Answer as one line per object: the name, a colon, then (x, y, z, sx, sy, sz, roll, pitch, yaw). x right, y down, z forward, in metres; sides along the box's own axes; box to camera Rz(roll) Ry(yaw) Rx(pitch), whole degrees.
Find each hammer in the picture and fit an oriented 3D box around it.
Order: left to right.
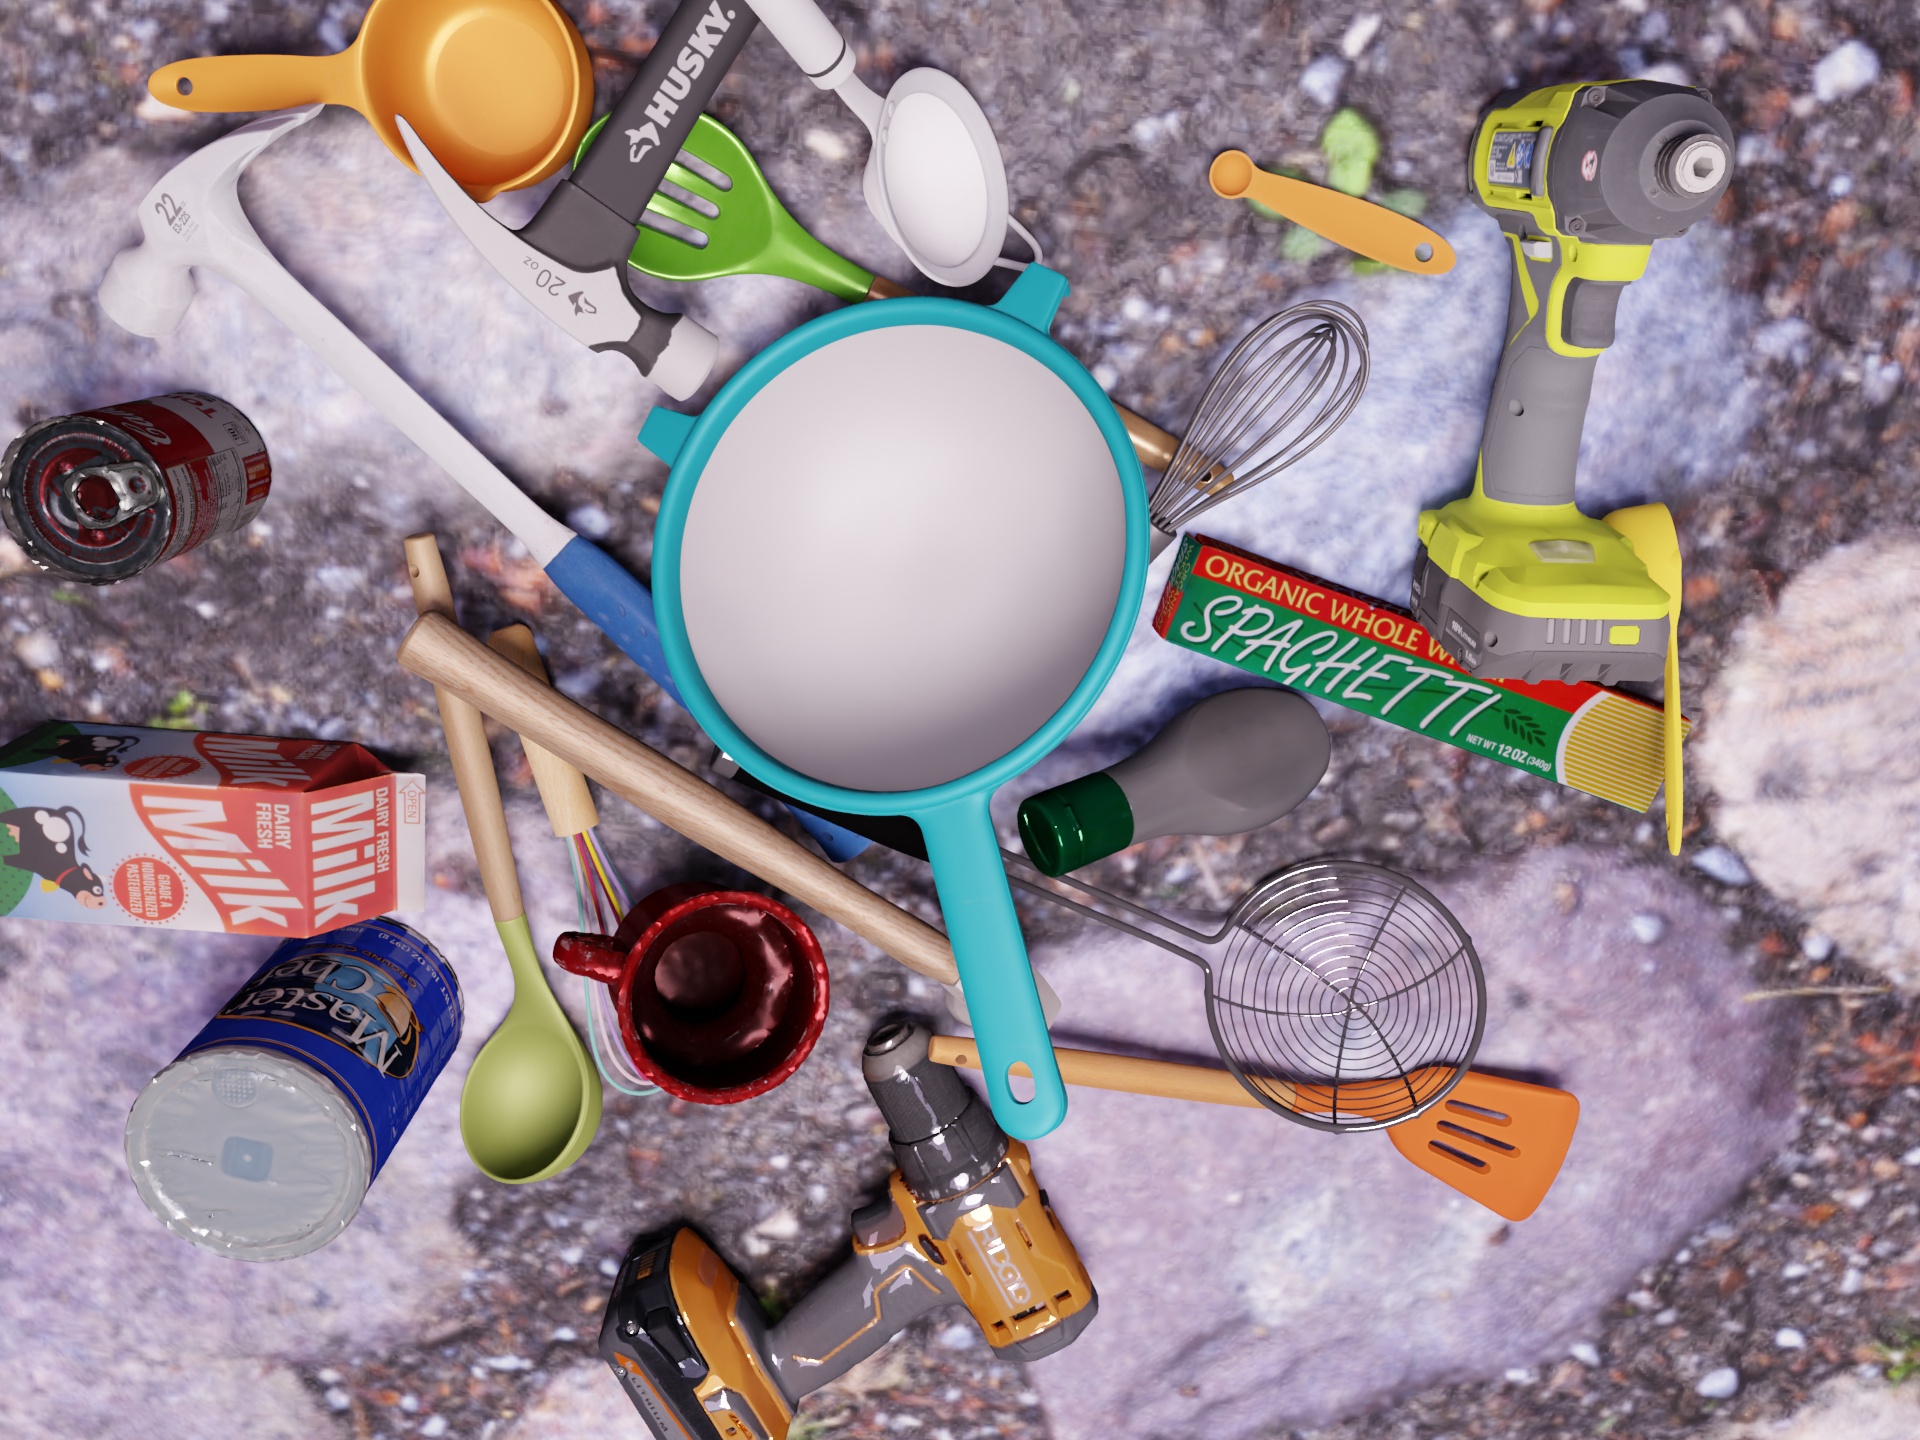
hammer: (-0.181, -0.084, 0.695, 0.405, 0.035, 0.144, 44, 129, -16)
hammer: (-0.095, 0.052, 0.700, 0.331, 0.130, 0.031, 33, 76, -12)
hammer: (-0.081, -0.303, 0.614, 0.146, 0.035, 0.335, 31, 95, -26)

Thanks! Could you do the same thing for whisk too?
whisk: (-0.179, 0.072, 0.761, 0.051, 0.047, 0.245, -18, 102, -7)
whisk: (0.087, -0.086, 0.696, 0.055, 0.055, 0.239, 38, 116, -11)

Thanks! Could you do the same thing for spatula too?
spatula: (0.143, 0.187, 0.783, 0.322, 0.041, 0.081, 10, 113, -11)

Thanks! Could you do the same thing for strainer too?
strainer: (-0.046, -0.244, 0.600, 0.050, 0.258, 0.087, 3, 72, 31)
strainer: (-0.001, -0.002, 0.662, 0.211, 0.095, 0.340, -17, 79, 15)

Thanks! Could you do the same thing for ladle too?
ladle: (-0.223, 0.072, 0.735, 0.078, 0.062, 0.320, 6, 115, 28)

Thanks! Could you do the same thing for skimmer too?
skimmer: (0.064, 0.078, 0.714, 0.363, 0.090, 0.127, 24, 79, -16)

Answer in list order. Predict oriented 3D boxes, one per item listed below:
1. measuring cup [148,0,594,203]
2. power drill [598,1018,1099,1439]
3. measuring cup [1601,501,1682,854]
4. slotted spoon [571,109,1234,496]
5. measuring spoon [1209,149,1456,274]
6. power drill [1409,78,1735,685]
measuring cup: (-0.236, -0.260, 0.651, 0.173, 0.052, 0.095, -1, 107, 2)
power drill: (-0.066, 0.267, 0.802, 0.226, 0.084, 0.185, -26, 103, 4)
measuring cup: (0.302, -0.018, 0.706, 0.029, 0.062, 0.156, -3, 90, 13)
slotted spoon: (-0.018, -0.172, 0.691, 0.313, 0.031, 0.070, 26, 106, -10)
measuring spoon: (0.161, -0.218, 0.686, 0.117, 0.011, 0.021, 18, 105, -9)
power drill: (0.241, -0.134, 0.629, 0.080, 0.171, 0.223, 1, 111, 0)
